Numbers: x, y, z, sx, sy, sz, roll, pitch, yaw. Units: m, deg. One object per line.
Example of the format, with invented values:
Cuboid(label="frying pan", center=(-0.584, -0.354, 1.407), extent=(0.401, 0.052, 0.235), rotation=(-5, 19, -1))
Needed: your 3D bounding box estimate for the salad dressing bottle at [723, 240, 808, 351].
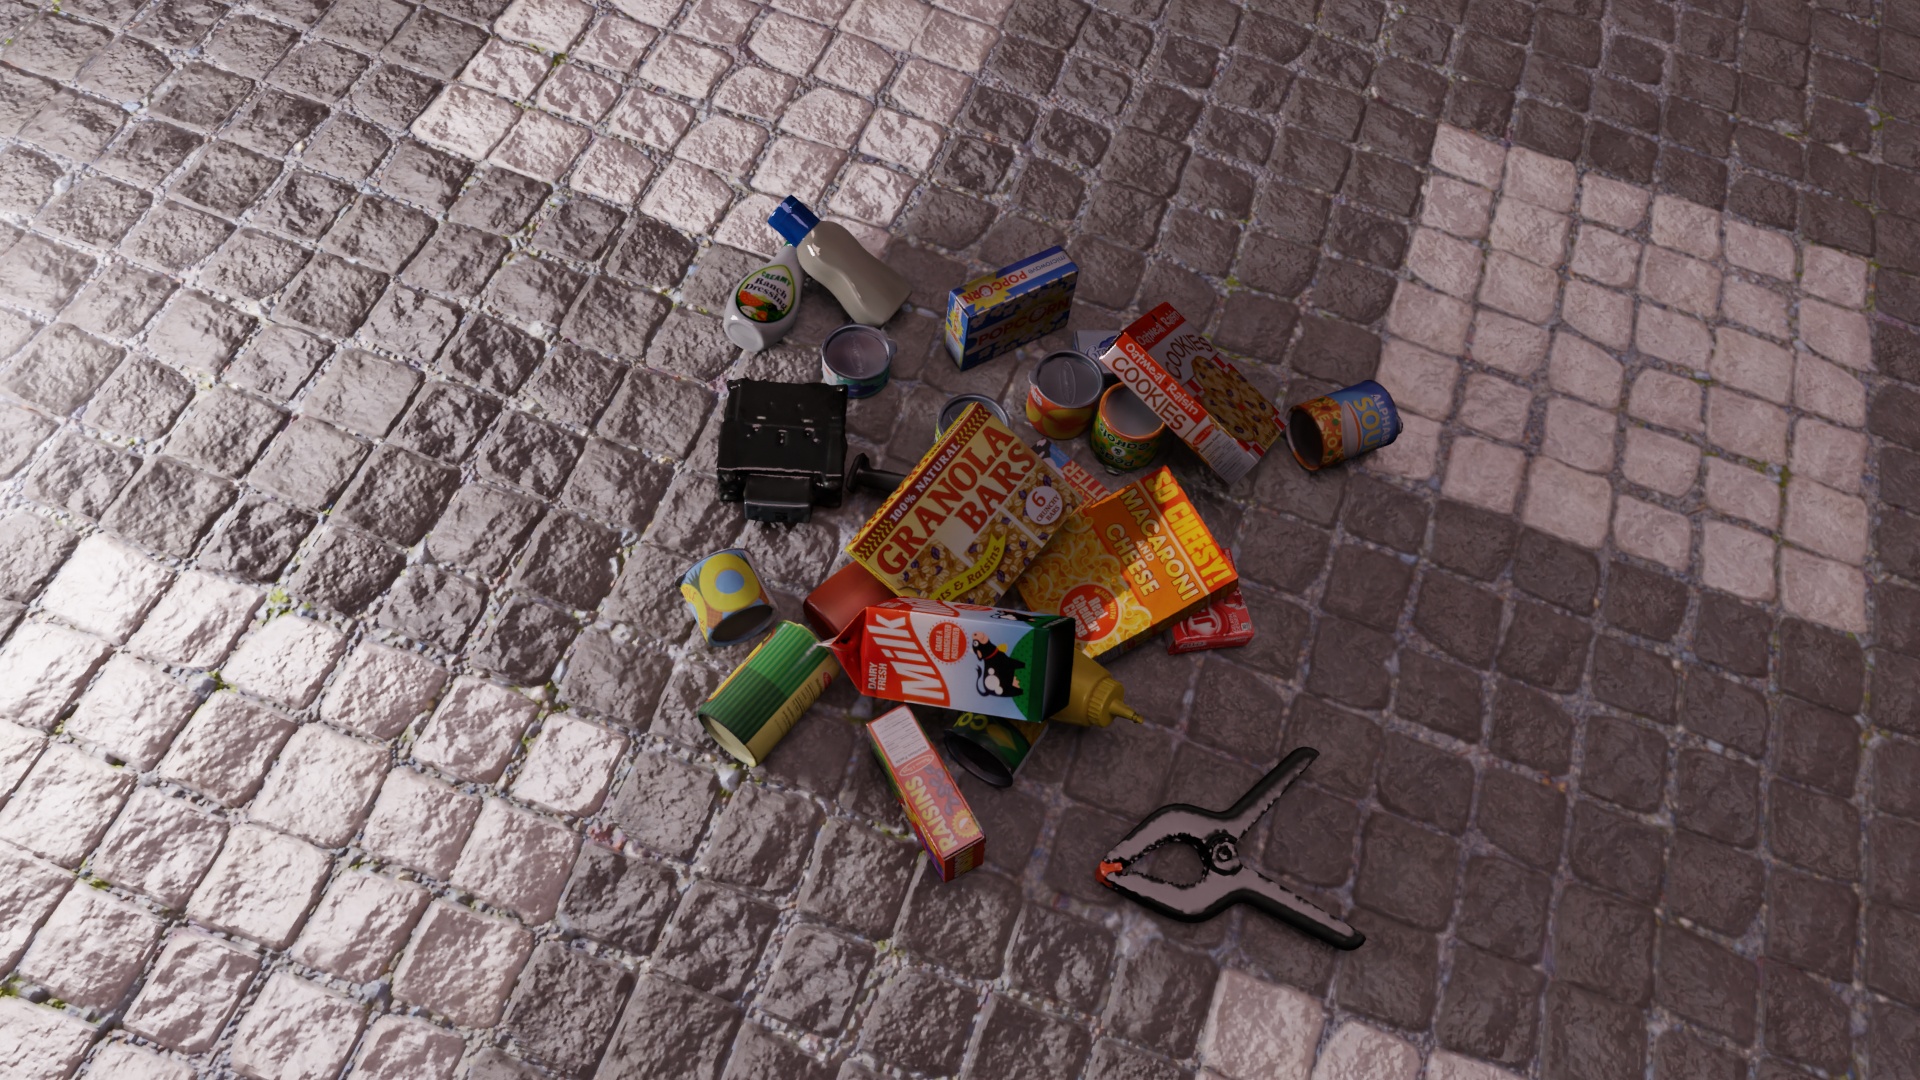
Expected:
Cuboid(label="salad dressing bottle", center=(-0.175, -0.248, 1.343), extent=(0.064, 0.043, 0.148), rotation=(27, 59, 0))

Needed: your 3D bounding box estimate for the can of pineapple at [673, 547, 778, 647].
Cuboid(label="can of pineapple", center=(-0.195, 0.049, 1.163), extent=(0.071, 0.070, 0.058), rotation=(-24, 67, -18))

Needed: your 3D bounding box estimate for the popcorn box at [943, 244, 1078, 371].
Cuboid(label="popcorn box", center=(0.048, -0.223, 1.331), extent=(0.127, 0.084, 0.038), rotation=(-26, 66, -19))

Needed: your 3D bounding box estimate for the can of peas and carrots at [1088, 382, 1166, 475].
Cuboid(label="can of peas and carrots", center=(0.156, -0.104, 1.293), extent=(0.071, 0.058, 0.071), rotation=(3, 61, -5))

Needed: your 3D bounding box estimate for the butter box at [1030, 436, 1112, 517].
Cuboid(label="butter box", center=(0.096, -0.044, 1.272), extent=(0.103, 0.024, 0.053), rotation=(41, 65, 16))

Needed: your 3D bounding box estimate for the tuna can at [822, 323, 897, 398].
Cuboid(label="tuna can", center=(-0.096, -0.170, 1.315), extent=(0.071, 0.032, 0.071), rotation=(3, 61, -5))

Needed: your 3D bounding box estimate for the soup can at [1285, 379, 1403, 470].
Cuboid(label="soup can", center=(0.361, -0.108, 1.312), extent=(0.084, 0.071, 0.071), rotation=(-20, 65, -16))

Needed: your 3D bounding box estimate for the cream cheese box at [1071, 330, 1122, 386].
Cuboid(label="cream cheese box", center=(0.163, -0.177, 1.354), extent=(0.104, 0.024, 0.053), rotation=(-1, 61, -7))

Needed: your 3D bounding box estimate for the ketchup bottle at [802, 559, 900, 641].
Cuboid(label="ketchup bottle", center=(-0.062, 0.033, 1.199), extent=(0.149, 0.043, 0.065), rotation=(-39, 79, -24))

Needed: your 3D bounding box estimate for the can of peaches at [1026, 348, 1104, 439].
Cuboid(label="can of peaches", center=(0.095, -0.137, 1.304), extent=(0.071, 0.057, 0.071), rotation=(3, 62, -5))

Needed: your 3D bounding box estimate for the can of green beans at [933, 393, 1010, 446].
Cuboid(label="can of green beans", center=(0.009, -0.091, 1.269), extent=(0.071, 0.057, 0.071), rotation=(3, 61, -5))

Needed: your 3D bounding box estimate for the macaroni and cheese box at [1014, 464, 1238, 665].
Cuboid(label="macaroni and cheese box", center=(0.136, 0.028, 1.202), extent=(0.166, 0.040, 0.124), rotation=(-28, 69, -2))

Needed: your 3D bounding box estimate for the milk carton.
Cuboid(label="milk carton", center=(-0.013, 0.088, 1.088), extent=(0.190, 0.072, 0.073), rotation=(6, 96, 21))

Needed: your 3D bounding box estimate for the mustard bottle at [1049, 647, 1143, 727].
Cuboid(label="mustard bottle", center=(0.082, 0.116, 1.132), extent=(0.160, 0.065, 0.049), rotation=(23, 38, 30))

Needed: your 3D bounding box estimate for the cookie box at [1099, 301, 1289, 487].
Cuboid(label="cookie box", center=(0.218, -0.139, 1.278), extent=(0.167, 0.040, 0.123), rotation=(45, 34, 3))

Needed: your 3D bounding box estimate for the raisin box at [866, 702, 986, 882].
Cuboid(label="raisin box", center=(-0.026, 0.198, 1.087), extent=(0.040, 0.085, 0.123), rotation=(-27, 67, -13))

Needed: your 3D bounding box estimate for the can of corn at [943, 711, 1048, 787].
Cuboid(label="can of corn", center=(0.028, 0.156, 1.128), extent=(0.071, 0.070, 0.058), rotation=(32, 62, 11))

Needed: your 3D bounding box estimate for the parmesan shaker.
Cuboid(label="parmesan shaker", center=(-0.156, 0.122, 1.123), extent=(0.071, 0.071, 0.103), rotation=(36, 63, 13))

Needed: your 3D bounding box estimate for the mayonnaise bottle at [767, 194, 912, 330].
Cuboid(label="mayonnaise bottle", center=(-0.118, -0.268, 1.333), extent=(0.148, 0.041, 0.065), rotation=(42, 56, -9))

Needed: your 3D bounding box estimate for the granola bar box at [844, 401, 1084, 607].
Cuboid(label="granola bar box", center=(0.004, -0.015, 1.166), extent=(0.124, 0.039, 0.166), rotation=(41, 83, -11))
